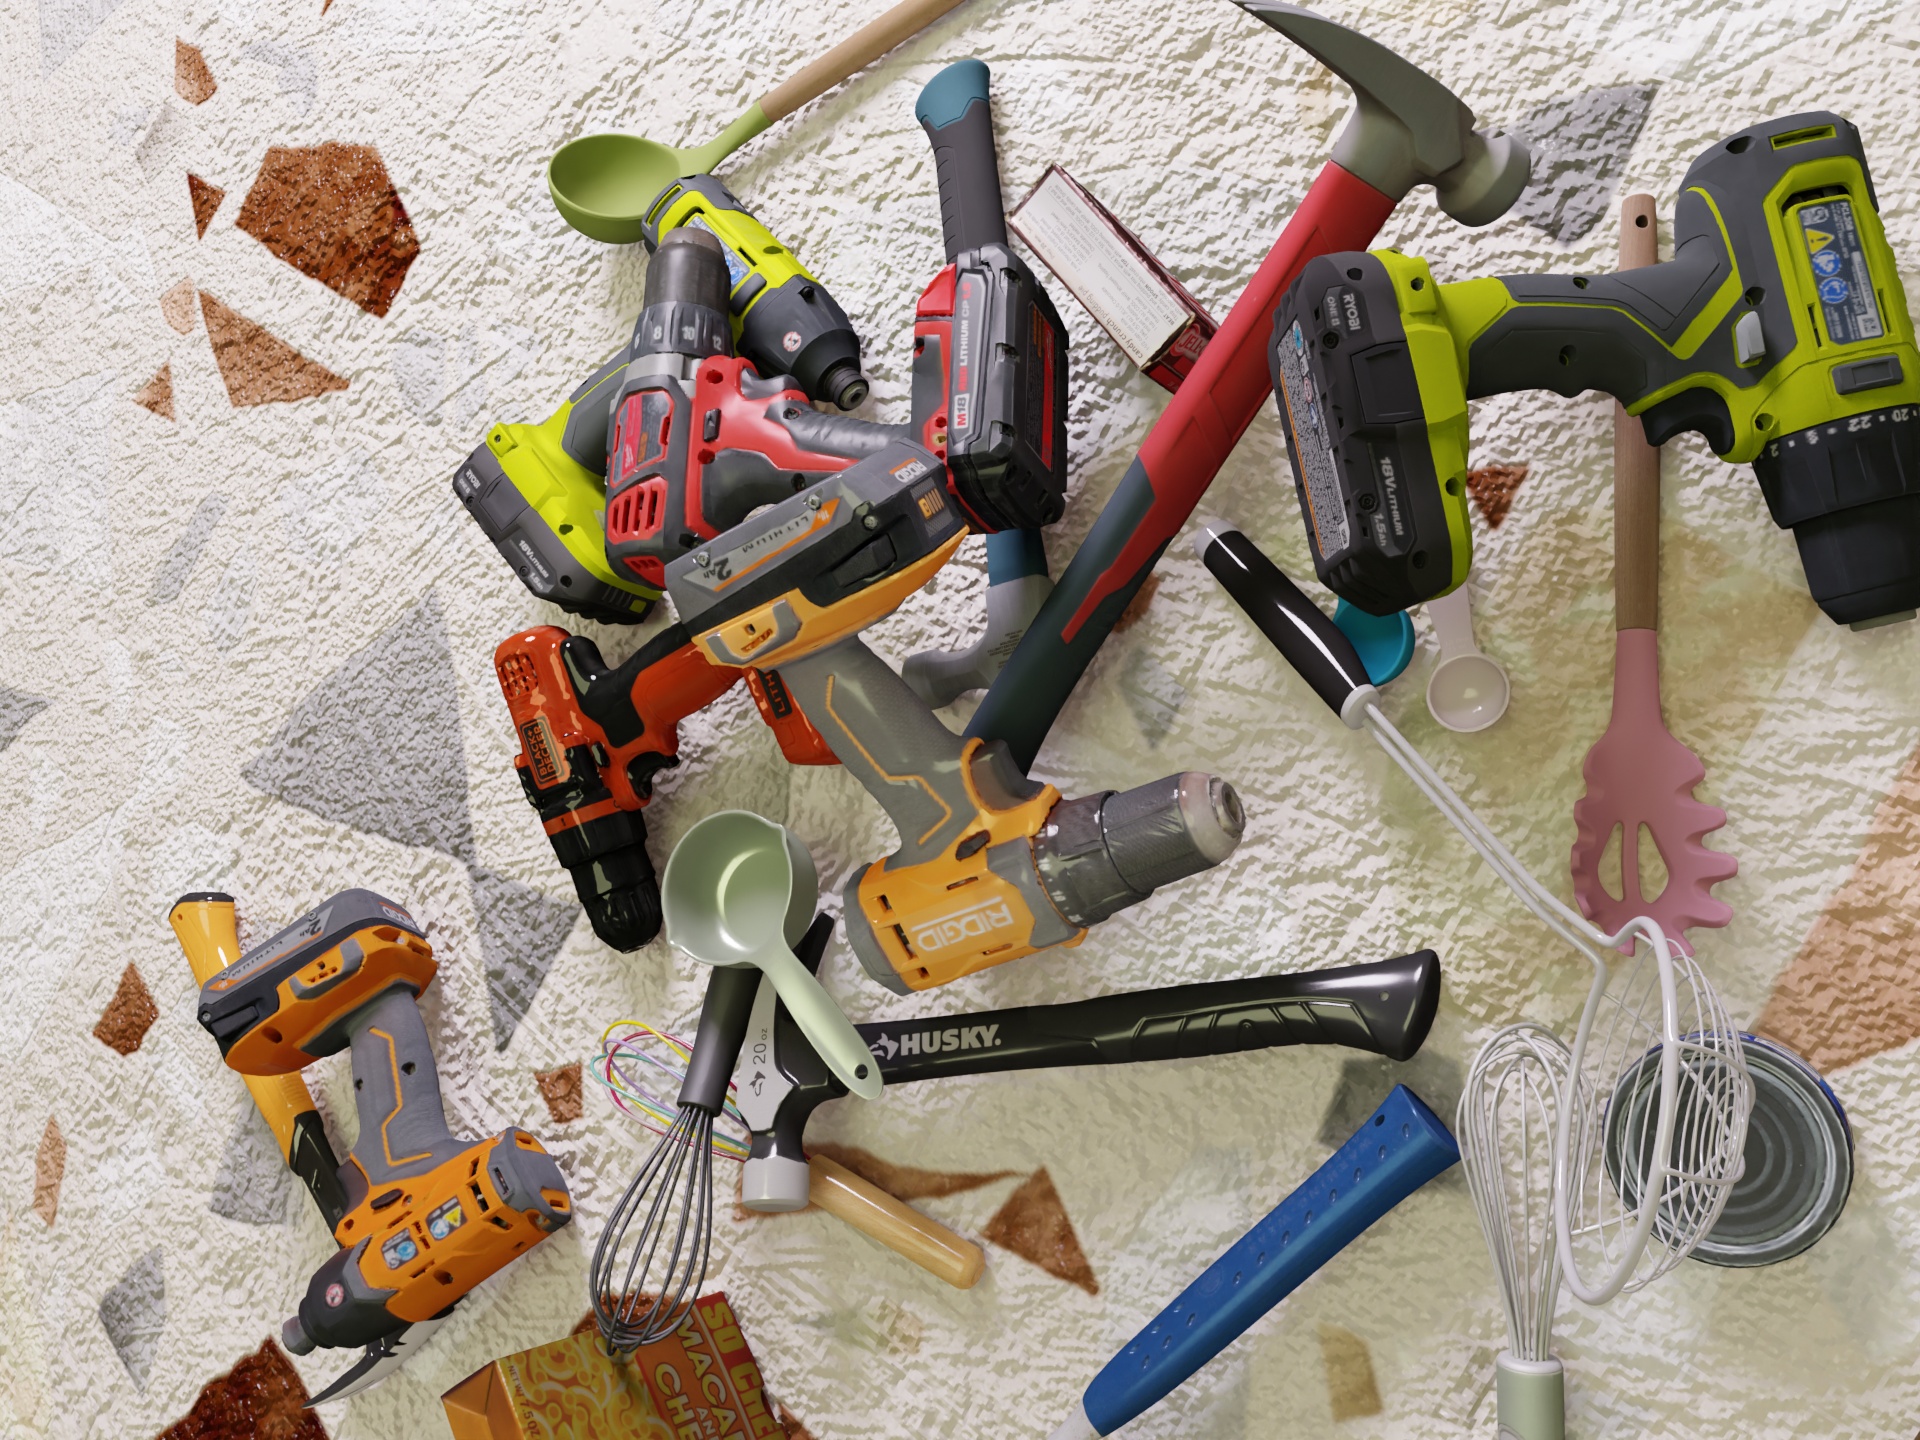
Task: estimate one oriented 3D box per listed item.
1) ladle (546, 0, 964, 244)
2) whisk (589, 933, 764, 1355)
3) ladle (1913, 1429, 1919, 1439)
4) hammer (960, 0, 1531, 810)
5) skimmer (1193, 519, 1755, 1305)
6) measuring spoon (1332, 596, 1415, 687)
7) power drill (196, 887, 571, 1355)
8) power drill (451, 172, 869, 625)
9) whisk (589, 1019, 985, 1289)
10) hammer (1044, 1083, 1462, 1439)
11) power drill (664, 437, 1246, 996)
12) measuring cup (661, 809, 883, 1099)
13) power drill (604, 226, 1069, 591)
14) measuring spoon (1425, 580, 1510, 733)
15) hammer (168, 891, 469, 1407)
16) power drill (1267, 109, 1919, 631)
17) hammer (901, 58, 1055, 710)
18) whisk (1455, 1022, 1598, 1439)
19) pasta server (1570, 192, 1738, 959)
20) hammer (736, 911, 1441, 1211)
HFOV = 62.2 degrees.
[{"bbox_3d":[-0.092,-0.358,0.875,0.320,0.062,0.078,-25,54,21],"label":"ladle"},{"bbox_3d":[-0.129,0.187,0.778,0.055,0.055,0.239,-4,55,28],"label":"whisk"},{"bbox_3d":[0.338,0.275,0.562,0.069,0.031,0.315,33,97,28],"label":"ladle"},{"bbox_3d":[0.073,-0.103,0.682,0.386,0.143,0.038,-57,29,22],"label":"hammer"},{"bbox_3d":[0.167,0.043,0.615,0.090,0.127,0.364,-19,49,-17],"label":"skimmer"},{"bbox_3d":[0.177,-0.073,0.709,0.042,0.021,0.129,-31,58,44],"label":"measuring spoon"},{"bbox_3d":[-0.336,0.227,0.887,0.164,0.084,0.227,-35,67,-3],"label":"power drill"},{"bbox_3d":[-0.161,-0.166,0.874,0.223,0.080,0.171,-47,65,12],"label":"power drill"},{"bbox_3d":[-0.093,0.215,0.799,0.245,0.051,0.047,23,88,27],"label":"whisk"},{"bbox_3d":[0.051,0.305,0.675,0.035,0.144,0.405,44,99,-8],"label":"hammer"},{"bbox_3d":[-0.001,-0.002,0.674,0.185,0.084,0.226,-22,102,28],"label":"power drill"},{"bbox_3d":[-0.079,0.115,0.762,0.083,0.038,0.168,-45,63,9],"label":"measuring cup"},{"bbox_3d":[-0.067,-0.164,0.762,0.227,0.080,0.188,-5,73,22],"label":"power drill"},{"bbox_3d":[0.212,-0.052,0.688,0.034,0.018,0.124,-15,69,25],"label":"measuring spoon"},{"bbox_3d":[-0.415,0.245,0.977,0.127,0.034,0.337,-45,64,15],"label":"hammer"},{"bbox_3d":[0.247,-0.112,0.601,0.228,0.080,0.190,-11,86,-1],"label":"power drill"},{"bbox_3d":[0.014,-0.177,0.801,0.128,0.033,0.331,-13,76,28],"label":"hammer"},{"bbox_3d":[0.221,0.242,0.620,0.058,0.059,0.246,172,99,-67],"label":"whisk"},{"bbox_3d":[0.274,-0.064,0.639,0.060,0.040,0.316,3,82,8],"label":"pasta server"},{"bbox_3d":[0.048,0.137,0.725,0.335,0.035,0.146,-11,62,23],"label":"hammer"}]
